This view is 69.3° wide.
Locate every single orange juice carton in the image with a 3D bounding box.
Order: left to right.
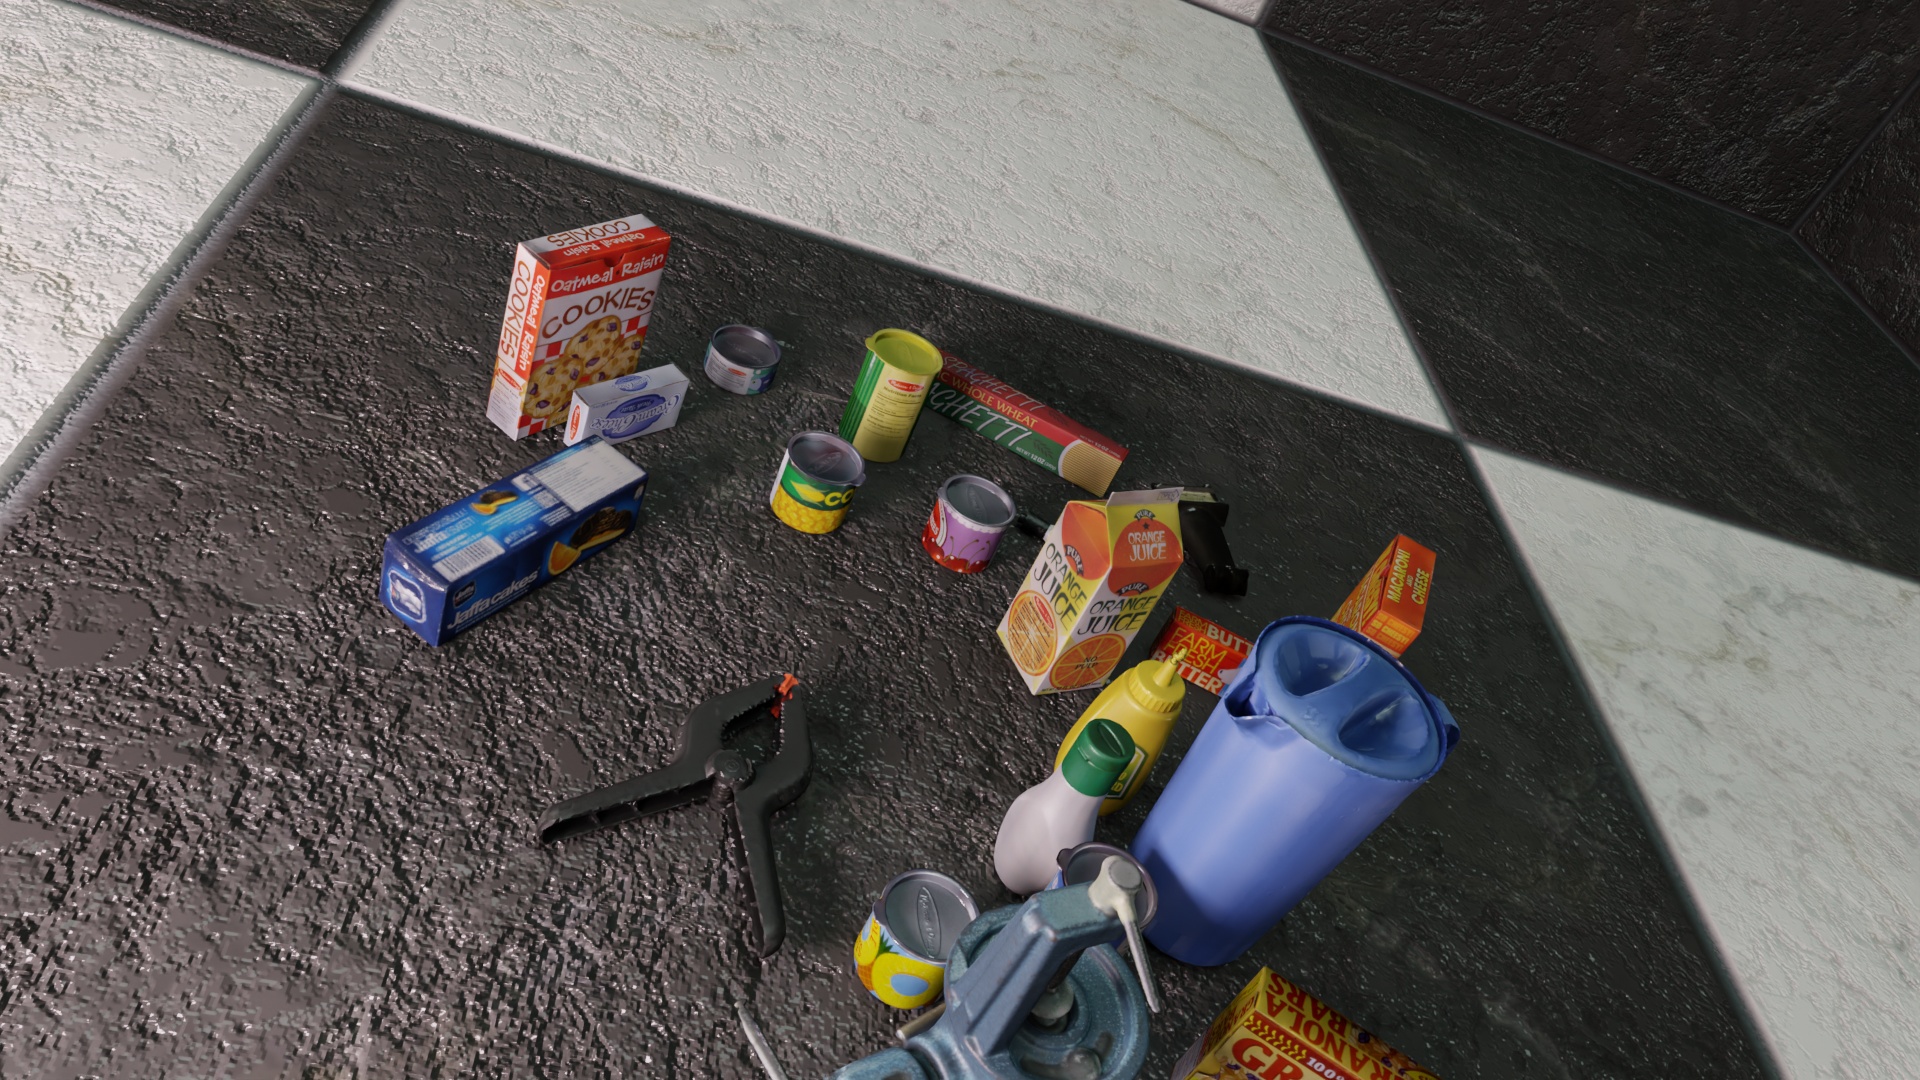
[{"bbox_3d":[0.106,0.030,1.081,0.072,0.191,0.073,-3,46,-33],"label":"orange juice carton"}]

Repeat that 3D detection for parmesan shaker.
[{"bbox_3d":[-0.067,-0.130,1.243,0.071,0.102,0.072,16,38,-13],"label":"parmesan shaker"}]

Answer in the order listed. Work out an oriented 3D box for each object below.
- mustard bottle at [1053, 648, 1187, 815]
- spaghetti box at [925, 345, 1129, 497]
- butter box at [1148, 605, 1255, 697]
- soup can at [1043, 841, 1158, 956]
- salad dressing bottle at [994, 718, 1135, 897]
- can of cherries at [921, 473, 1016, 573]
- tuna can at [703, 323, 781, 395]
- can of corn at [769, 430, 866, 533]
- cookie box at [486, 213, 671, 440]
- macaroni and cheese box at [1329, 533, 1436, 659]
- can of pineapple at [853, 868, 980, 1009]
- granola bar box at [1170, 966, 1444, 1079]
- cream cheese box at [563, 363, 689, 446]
[{"bbox_3d":[0.121,0.132,0.998,0.065,0.159,0.049,28,37,1],"label":"mustard bottle"},{"bbox_3d":[0.040,-0.122,1.339,0.250,0.050,0.029,28,37,2],"label":"spaghetti box"},{"bbox_3d":[0.216,0.101,1.177,0.103,0.052,0.024,27,37,1],"label":"butter box"},{"bbox_3d":[0.079,0.245,0.903,0.071,0.083,0.072,16,38,-13],"label":"soup can"},{"bbox_3d":[0.069,0.178,0.924,0.044,0.146,0.064,-6,48,-35],"label":"salad dressing bottle"},{"bbox_3d":[0.004,-0.015,1.186,0.071,0.058,0.072,16,39,-13],"label":"can of cherries"},{"bbox_3d":[-0.198,-0.166,1.267,0.071,0.032,0.071,16,39,-13],"label":"tuna can"},{"bbox_3d":[-0.117,-0.047,1.152,0.071,0.058,0.071,16,39,-13],"label":"can of corn"},{"bbox_3d":[-0.302,-0.169,1.100,0.040,0.166,0.123,39,39,16],"label":"cookie box"},{"bbox_3d":[0.330,0.090,1.163,0.040,0.165,0.124,30,37,5],"label":"macaroni and cheese box"},{"bbox_3d":[-0.029,0.246,0.861,0.071,0.057,0.071,16,39,-13],"label":"can of pineapple"},{"bbox_3d":[0.222,0.346,0.835,0.166,0.123,0.039,32,38,7],"label":"granola bar box"},{"bbox_3d":[-0.274,-0.108,1.138,0.024,0.053,0.104,43,40,20],"label":"cream cheese box"}]
